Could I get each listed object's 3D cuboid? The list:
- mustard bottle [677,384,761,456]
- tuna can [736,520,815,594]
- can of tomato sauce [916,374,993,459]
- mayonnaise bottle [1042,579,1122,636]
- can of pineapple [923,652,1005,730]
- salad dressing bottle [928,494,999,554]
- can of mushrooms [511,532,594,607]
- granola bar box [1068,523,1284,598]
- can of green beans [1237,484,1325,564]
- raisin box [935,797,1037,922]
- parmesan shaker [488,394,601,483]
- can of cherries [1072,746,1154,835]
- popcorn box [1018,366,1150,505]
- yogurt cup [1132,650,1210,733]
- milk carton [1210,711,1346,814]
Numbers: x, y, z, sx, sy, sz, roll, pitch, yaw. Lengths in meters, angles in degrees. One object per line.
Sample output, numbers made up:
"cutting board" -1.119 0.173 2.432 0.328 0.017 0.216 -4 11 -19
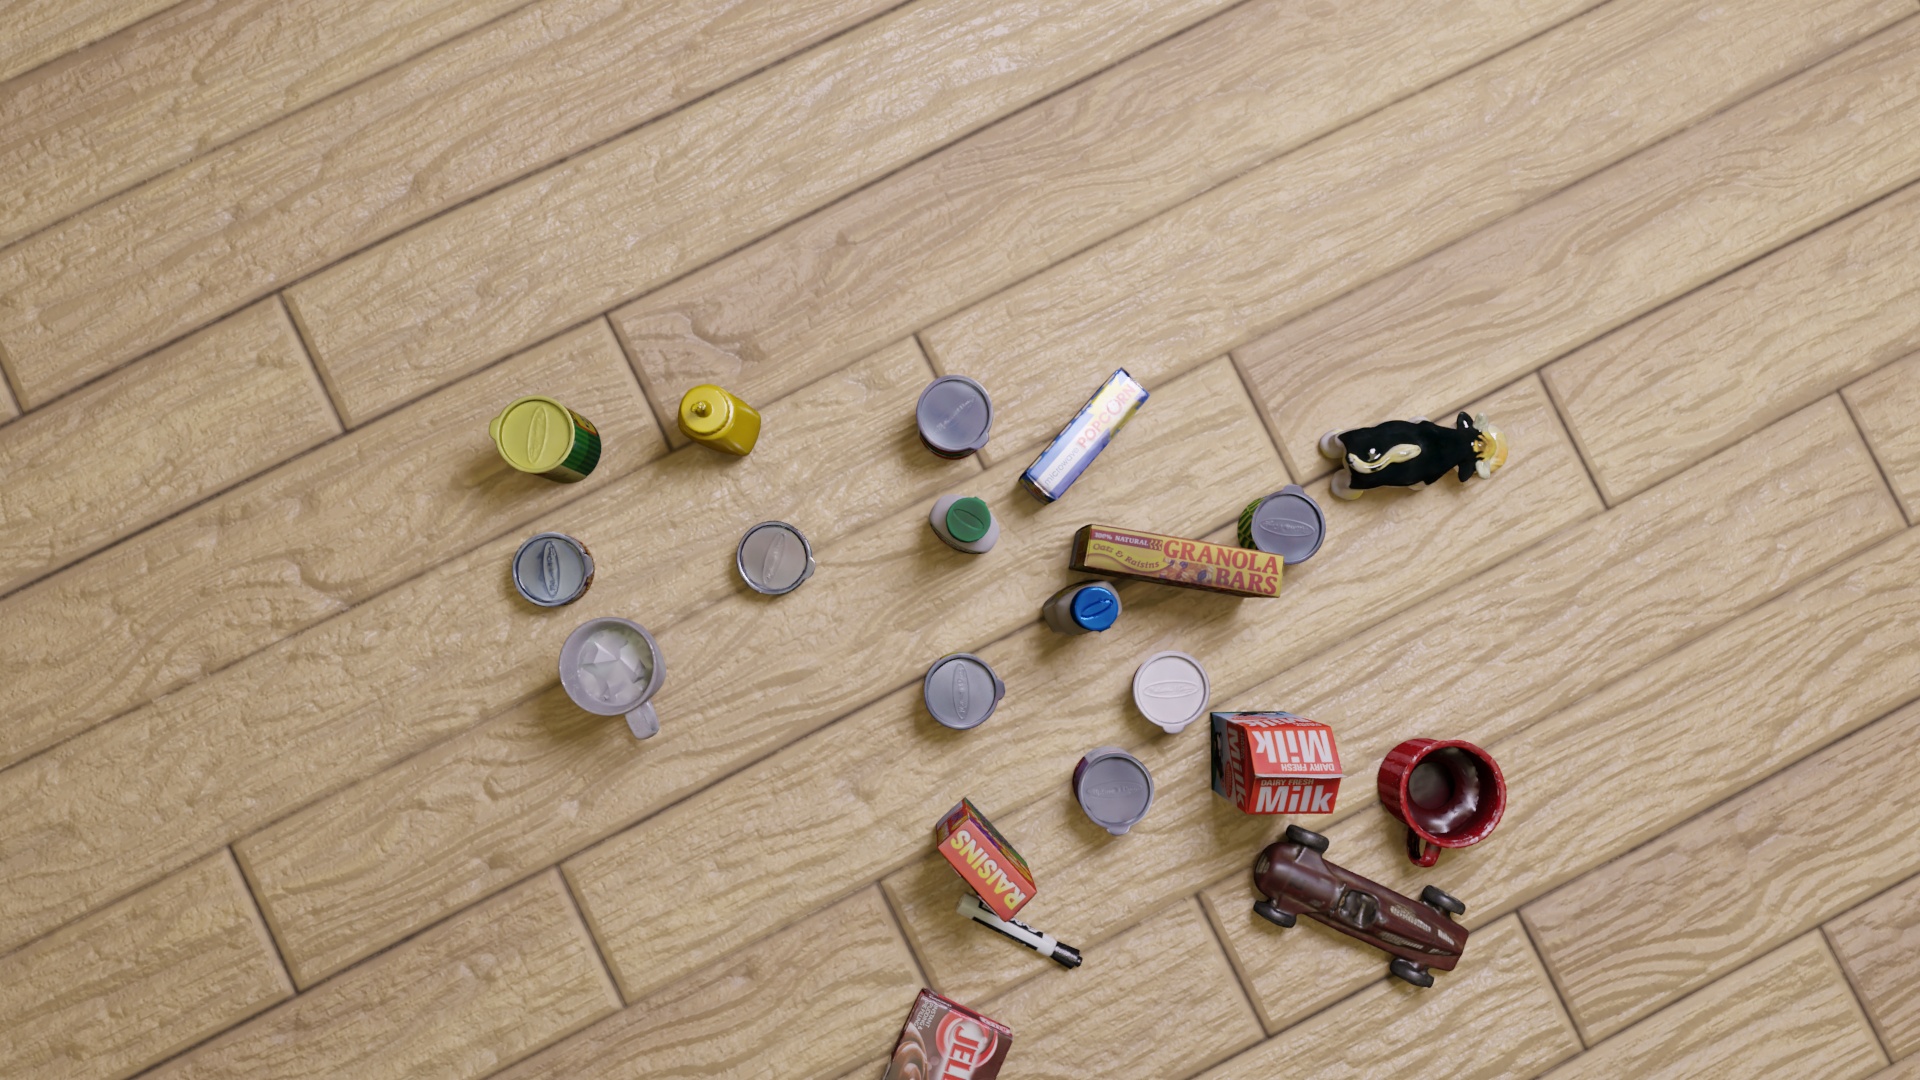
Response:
"mustard bottle" -0.209 -0.105 1.184 0.065 0.160 0.049 17 87 -1
"tuna can" -0.163 0.017 1.243 0.071 0.033 0.071 0 87 -2
"can of tomato sauce" -0.004 -0.106 1.229 0.071 0.083 0.071 0 87 -2
"mayonnaise bottle" 0.108 0.057 1.192 0.065 0.148 0.041 -24 89 -3
"can of pineapple" 0.002 0.133 1.229 0.071 0.058 0.071 0 87 -2
"salad dressing bottle" 0.004 -0.015 1.192 0.064 0.147 0.044 31 87 0
"can of mushrooms" -0.359 0.026 1.235 0.071 0.033 0.071 0 87 -2
"granola bar box" 0.184 0.018 1.208 0.166 0.124 0.039 9 87 -1
"can of green beans" 0.287 -0.010 1.247 0.071 0.058 0.071 0 87 -2
"raisin box" 0.020 0.271 1.190 0.040 0.123 0.086 -42 89 -3
"parmesan shaker" -0.358 -0.087 1.206 0.071 0.103 0.071 0 87 -2
"can of cherries" 0.133 0.220 1.229 0.071 0.058 0.071 0 87 -2
"popcorn box" 0.108 -0.090 1.231 0.038 0.085 0.127 42 87 0
"yogurt cup" 0.184 0.131 1.238 0.072 0.054 0.072 0 87 -2
"milk carton" 0.263 0.187 1.169 0.072 0.190 0.073 0 88 -2
